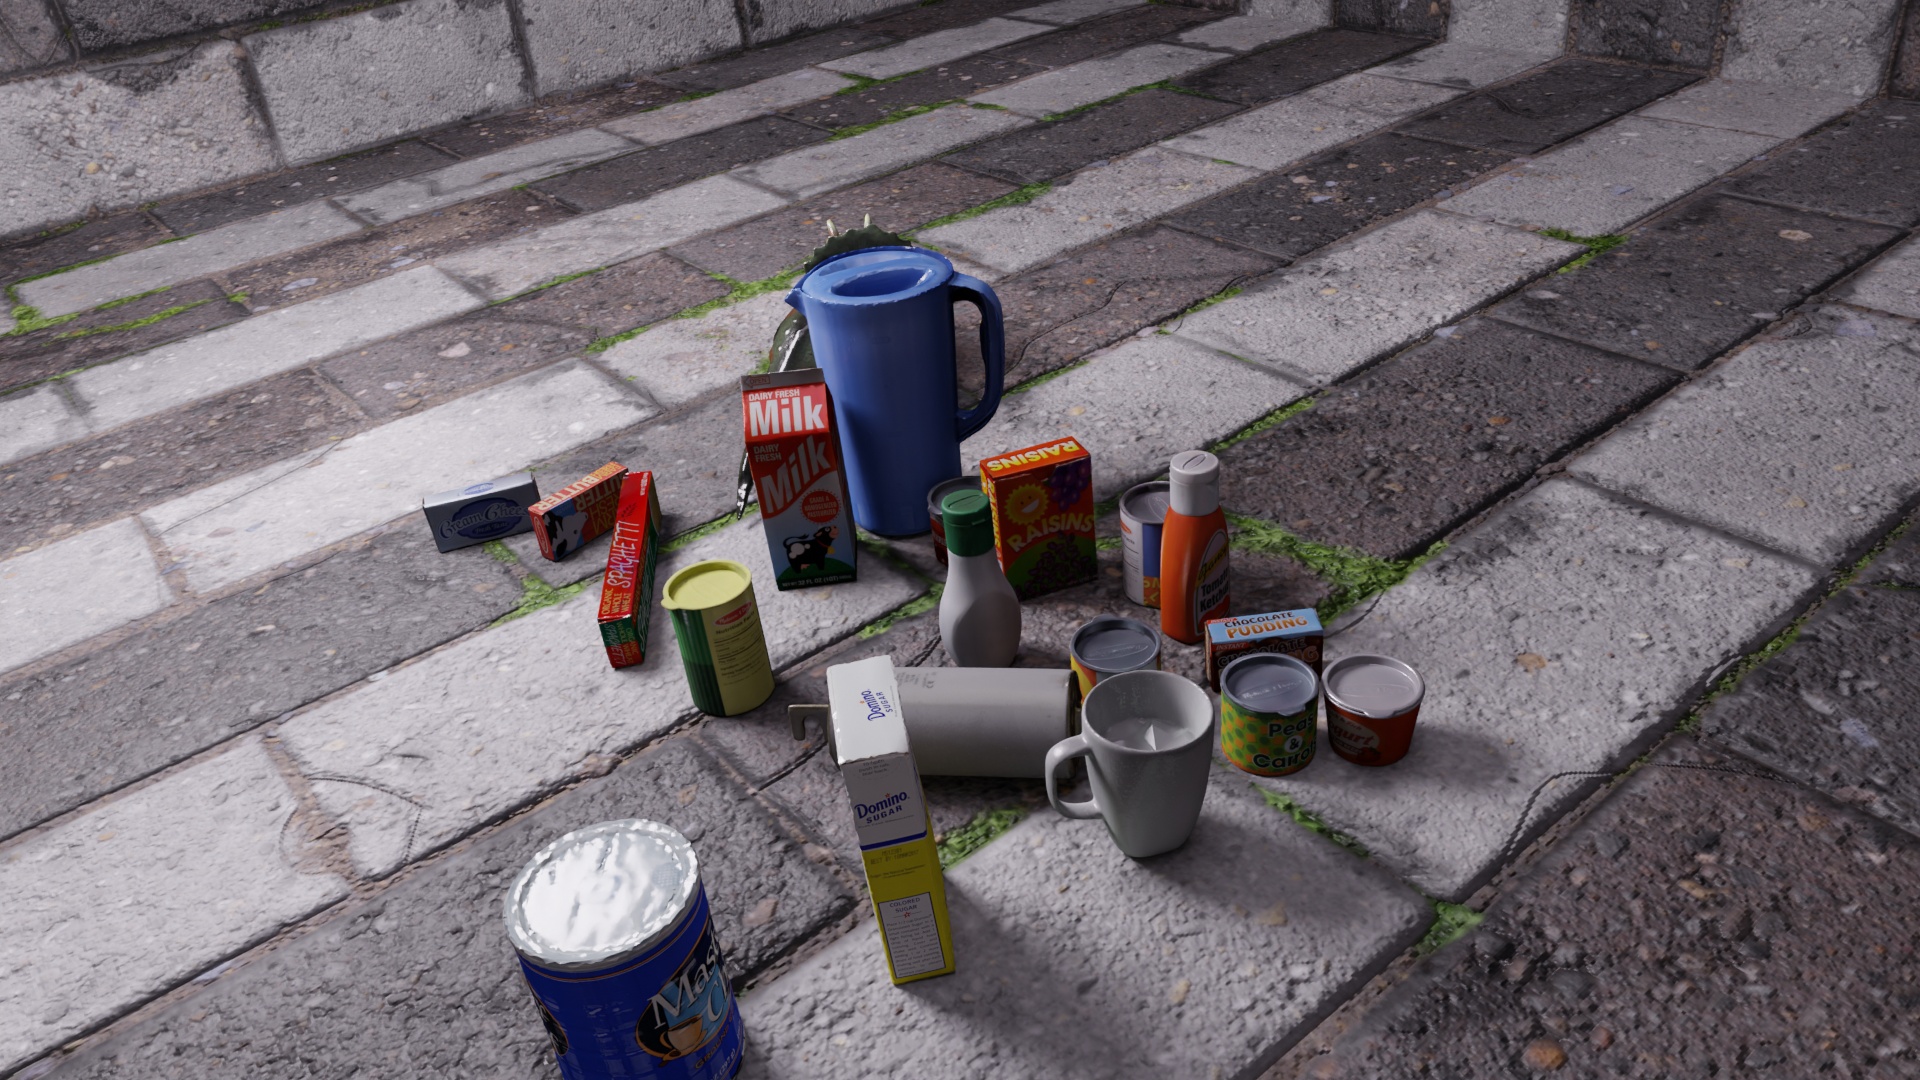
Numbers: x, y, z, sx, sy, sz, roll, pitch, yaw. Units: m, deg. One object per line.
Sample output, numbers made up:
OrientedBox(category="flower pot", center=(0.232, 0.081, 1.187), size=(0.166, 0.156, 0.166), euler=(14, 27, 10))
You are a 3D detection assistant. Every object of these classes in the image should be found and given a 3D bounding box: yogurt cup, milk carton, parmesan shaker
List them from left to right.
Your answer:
OrientedBox(category="parmesan shaker", center=(-0.186, 0.076, 1.062), size=(0.071, 0.102, 0.071), euler=(-5, 32, 3))
OrientedBox(category="milk carton", center=(-0.137, -0.058, 1.186), size=(0.072, 0.189, 0.074), euler=(-7, 32, 0))
OrientedBox(category="yogurt cup", center=(0.282, 0.118, 0.955), size=(0.072, 0.053, 0.073), euler=(-5, 32, 3))

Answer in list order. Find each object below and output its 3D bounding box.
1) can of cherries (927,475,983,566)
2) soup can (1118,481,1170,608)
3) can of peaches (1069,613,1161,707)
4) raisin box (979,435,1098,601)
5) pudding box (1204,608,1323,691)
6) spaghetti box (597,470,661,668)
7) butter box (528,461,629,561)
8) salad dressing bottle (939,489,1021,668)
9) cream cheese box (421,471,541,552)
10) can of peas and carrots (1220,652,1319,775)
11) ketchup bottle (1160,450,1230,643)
OrientedBox(category="can of cherries", center=(0.004, -0.015, 1.215), size=(0.071, 0.058, 0.072), euler=(-5, 32, 3))
OrientedBox(category="soup can", center=(0.167, 0.003, 1.132), size=(0.071, 0.083, 0.072), euler=(-5, 32, 3))
OrientedBox(category="can of peaches", center=(0.114, 0.097, 1.016), size=(0.071, 0.057, 0.071), euler=(-5, 32, 3))
OrientedBox(category="raisin box", center=(0.065, -0.016, 1.144), size=(0.086, 0.122, 0.040), euler=(-15, 32, -13))
OrientedBox(category="pudding box", center=(0.225, 0.081, 1.029), size=(0.084, 0.049, 0.030), euler=(-6, 32, 1))
OrientedBox(category="spaghetti box", center=(-0.289, 0.019, 1.222), size=(0.029, 0.050, 0.251), euler=(-9, 32, -3))
OrientedBox(category="butter box", center=(-0.354, -0.028, 1.308), size=(0.024, 0.052, 0.104), euler=(18, 39, 34))
OrientedBox(category="salad dressing bottle", center=(0.012, 0.033, 1.053), size=(0.064, 0.147, 0.044), euler=(-20, 34, -20))
OrientedBox(category="cream cheese box", center=(-0.453, -0.027, 1.324), size=(0.104, 0.053, 0.024), euler=(-15, 32, -13))
OrientedBox(category="can of peas and carrots", center=(0.214, 0.121, 0.957), size=(0.071, 0.058, 0.071), euler=(-5, 32, 3))
OrientedBox(category="ketchup bottle", center=(0.180, 0.003, 1.067), size=(0.043, 0.148, 0.065), euler=(21, 41, 38))
